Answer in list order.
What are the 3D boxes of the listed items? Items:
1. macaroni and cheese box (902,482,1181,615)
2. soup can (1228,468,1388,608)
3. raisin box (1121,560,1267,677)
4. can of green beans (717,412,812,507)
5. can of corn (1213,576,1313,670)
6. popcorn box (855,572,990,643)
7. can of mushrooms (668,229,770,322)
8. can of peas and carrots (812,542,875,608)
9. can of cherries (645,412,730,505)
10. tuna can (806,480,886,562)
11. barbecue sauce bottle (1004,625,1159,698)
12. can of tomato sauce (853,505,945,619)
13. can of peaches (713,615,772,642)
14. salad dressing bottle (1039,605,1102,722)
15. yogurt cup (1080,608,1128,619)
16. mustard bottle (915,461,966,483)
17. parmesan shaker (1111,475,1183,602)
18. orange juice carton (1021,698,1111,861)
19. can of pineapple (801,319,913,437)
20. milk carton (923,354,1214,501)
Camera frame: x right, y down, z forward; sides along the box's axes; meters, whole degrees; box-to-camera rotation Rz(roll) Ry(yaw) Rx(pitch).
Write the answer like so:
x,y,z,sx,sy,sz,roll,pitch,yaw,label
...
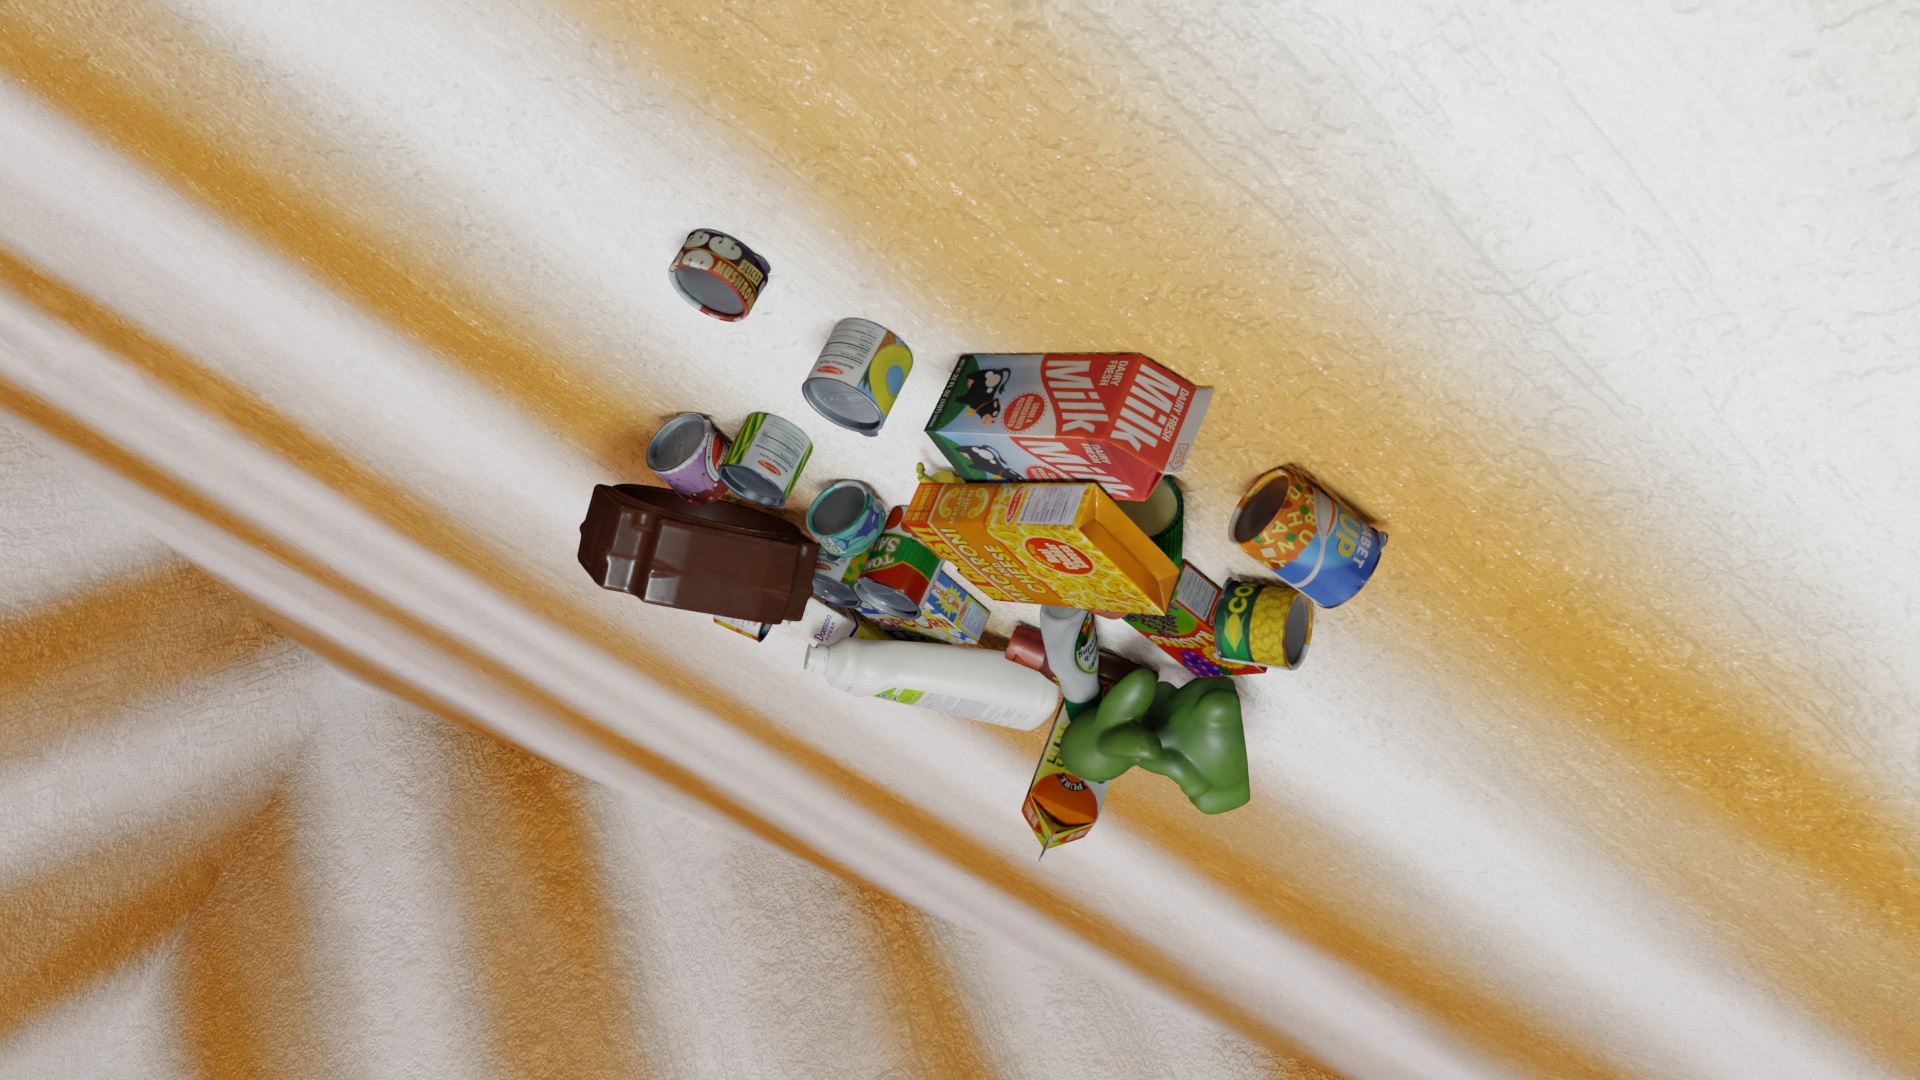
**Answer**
x,y,z,sx,sy,sz,roll,pitch,yaw,label
0.057,0.005,1.011,0.166,0.040,0.123,2,151,43,macaroni and cheese box
0.240,-0.004,0.962,0.084,0.071,0.071,33,155,-16,soup can
0.197,0.069,1.183,0.123,0.040,0.086,37,153,-24,raisin box
-0.171,-0.071,1.222,0.071,0.058,0.071,20,156,10,can of green beans
0.241,0.065,1.103,0.058,0.071,0.071,6,150,34,can of corn
-0.044,0.068,1.411,0.126,0.038,0.085,-3,144,47,popcorn box
-0.174,-0.191,1.007,0.071,0.033,0.070,21,155,10,can of mushrooms
-0.115,0.027,1.370,0.071,0.059,0.070,21,157,9,can of peas and carrots
-0.242,-0.074,1.275,0.071,0.072,0.058,6,150,36,can of cherries
-0.105,-0.018,1.252,0.071,0.071,0.032,7,149,35,tuna can
0.118,0.127,1.371,0.148,0.044,0.064,22,147,8,barbecue sauce bottle
-0.052,0.019,1.262,0.071,0.083,0.071,20,155,10,can of tomato sauce
-0.241,0.075,1.583,0.058,0.071,0.071,23,156,4,can of peaches
0.108,0.114,1.299,0.044,0.064,0.147,6,134,24,salad dressing bottle
0.117,0.031,1.153,0.054,0.072,0.072,29,157,-29,yogurt cup
0.004,-0.015,1.181,0.065,0.049,0.160,0,146,41,mustard bottle
0.139,0.000,1.058,0.071,0.071,0.102,17,154,16,parmesan shaker
0.116,0.228,1.398,0.073,0.193,0.071,22,155,4,orange juice carton
-0.075,-0.120,1.027,0.071,0.058,0.070,21,156,10,can of pineapple
0.078,-0.078,0.951,0.190,0.072,0.073,5,150,37,milk carton
